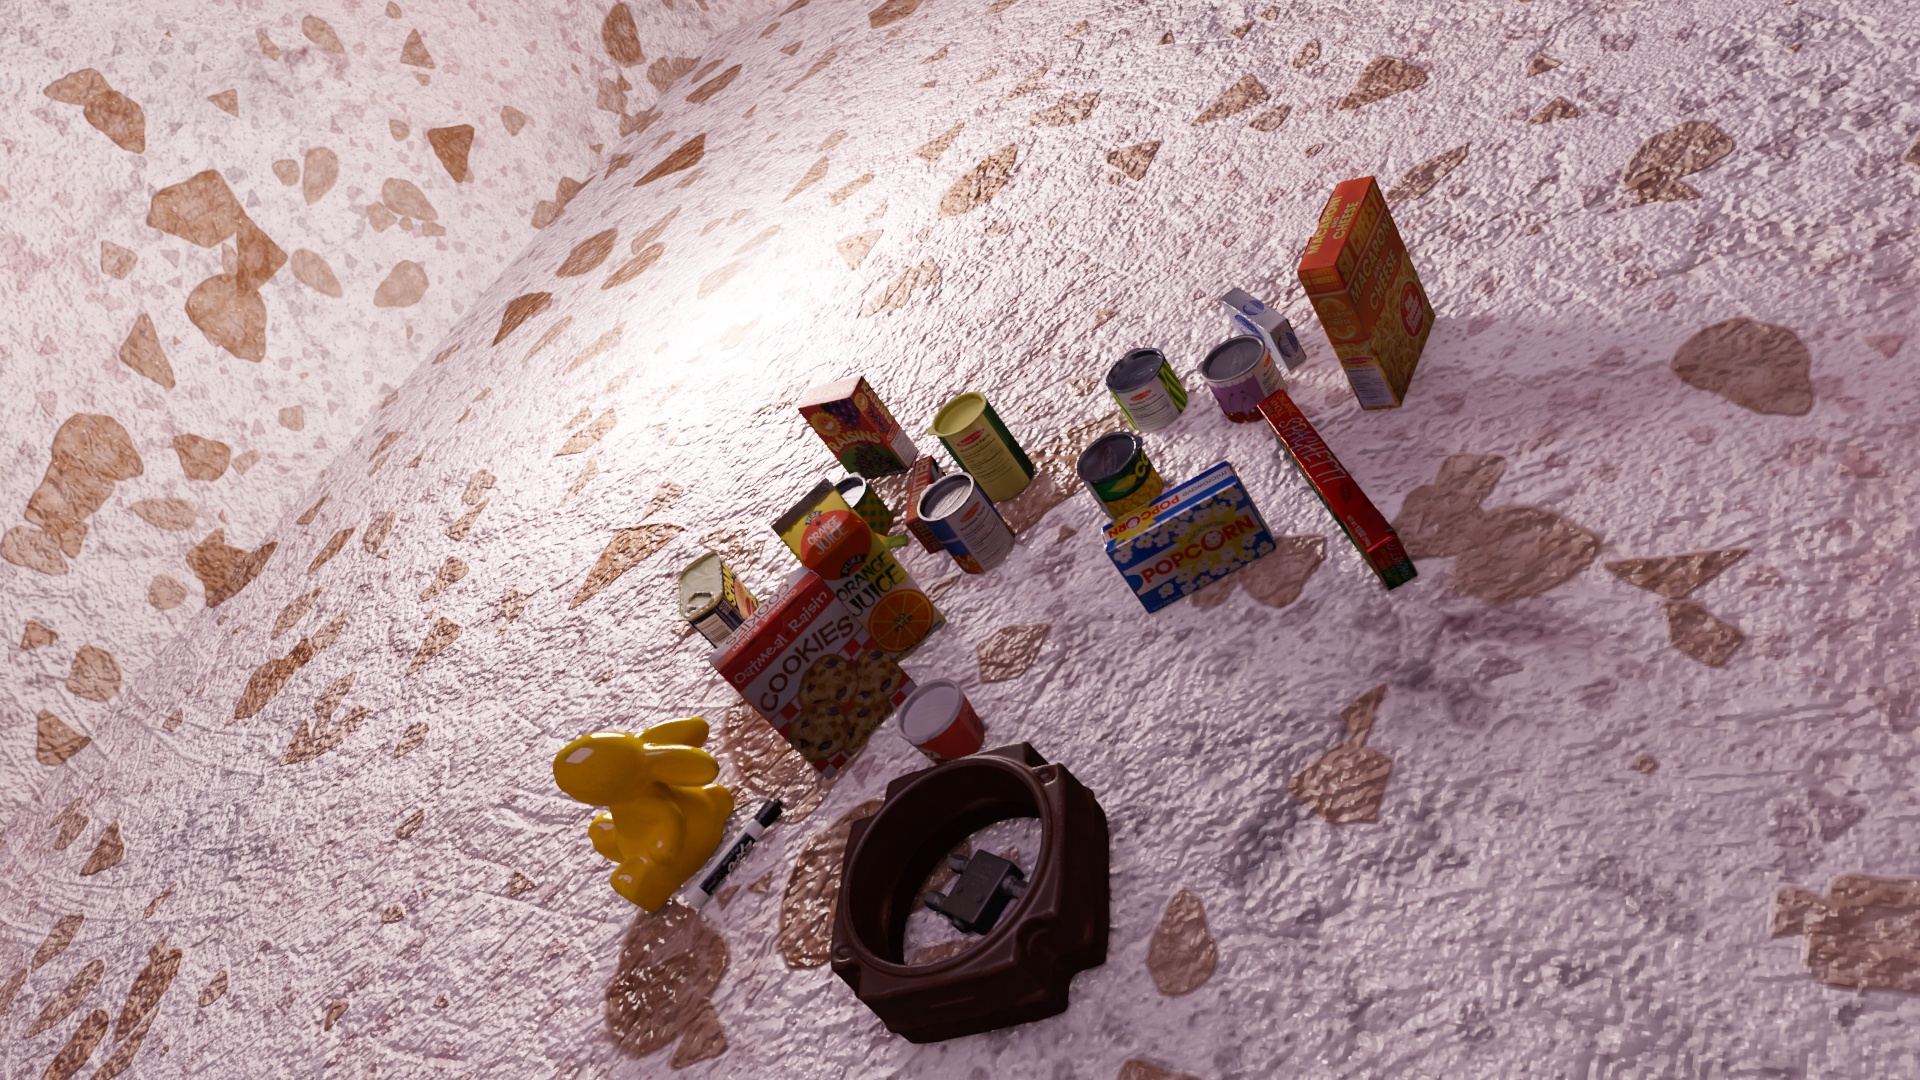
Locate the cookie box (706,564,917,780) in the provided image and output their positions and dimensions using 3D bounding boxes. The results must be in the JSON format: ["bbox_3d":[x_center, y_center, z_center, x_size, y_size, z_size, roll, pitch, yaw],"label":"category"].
[{"bbox_3d":[-0.133,0.122,1.275,0.123,0.167,0.040,-46,34,-12],"label":"cookie box"}]

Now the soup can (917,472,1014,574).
[{"bbox_3d":[0.005,-0.017,1.393,0.071,0.083,0.072,-25,35,19],"label":"soup can"}]

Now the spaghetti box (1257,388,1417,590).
[{"bbox_3d":[0.314,-0.049,1.176,0.028,0.050,0.251,-32,34,9],"label":"spaghetti box"}]

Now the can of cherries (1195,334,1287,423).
[{"bbox_3d":[0.271,-0.155,1.336,0.071,0.058,0.072,-25,35,19],"label":"can of cherries"}]

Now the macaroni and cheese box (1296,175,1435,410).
[{"bbox_3d":[0.361,-0.217,1.230,0.040,0.166,0.124,-2,47,42],"label":"macaroni and cheese box"}]

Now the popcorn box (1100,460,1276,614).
[{"bbox_3d":[0.196,-0.002,1.196,0.126,0.085,0.038,-29,34,13],"label":"popcorn box"}]

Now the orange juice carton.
[{"bbox_3d":[-0.102,0.027,1.339,0.072,0.192,0.073,-41,33,-4],"label":"orange juice carton"}]

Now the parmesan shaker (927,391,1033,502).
[{"bbox_3d":[0.022,-0.096,1.454,0.071,0.102,0.072,-25,35,19],"label":"parmesan shaker"}]

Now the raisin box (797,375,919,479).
[{"bbox_3d":[-0.117,-0.128,1.603,0.086,0.123,0.040,-8,44,37],"label":"raisin box"}]

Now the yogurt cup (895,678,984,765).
[{"bbox_3d":[-0.015,0.163,1.220,0.072,0.053,0.073,-24,35,19],"label":"yogurt cup"}]

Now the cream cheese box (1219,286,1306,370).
[{"bbox_3d":[0.301,-0.211,1.381,0.024,0.053,0.104,-37,33,2],"label":"cream cheese box"}]

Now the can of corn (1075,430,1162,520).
[{"bbox_3d":[0.155,-0.063,1.331,0.071,0.058,0.071,-25,35,19],"label":"can of corn"}]

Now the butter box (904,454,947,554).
[{"bbox_3d":[-0.032,-0.039,1.480,0.024,0.053,0.104,-21,37,24],"label":"butter box"}]

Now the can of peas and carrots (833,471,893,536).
[{"bbox_3d":[-0.115,-0.031,1.543,0.071,0.058,0.071,-25,35,19],"label":"can of peas and carrots"}]

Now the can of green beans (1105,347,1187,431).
[{"bbox_3d":[0.189,-0.153,1.409,0.071,0.057,0.071,-25,35,19],"label":"can of green beans"}]
